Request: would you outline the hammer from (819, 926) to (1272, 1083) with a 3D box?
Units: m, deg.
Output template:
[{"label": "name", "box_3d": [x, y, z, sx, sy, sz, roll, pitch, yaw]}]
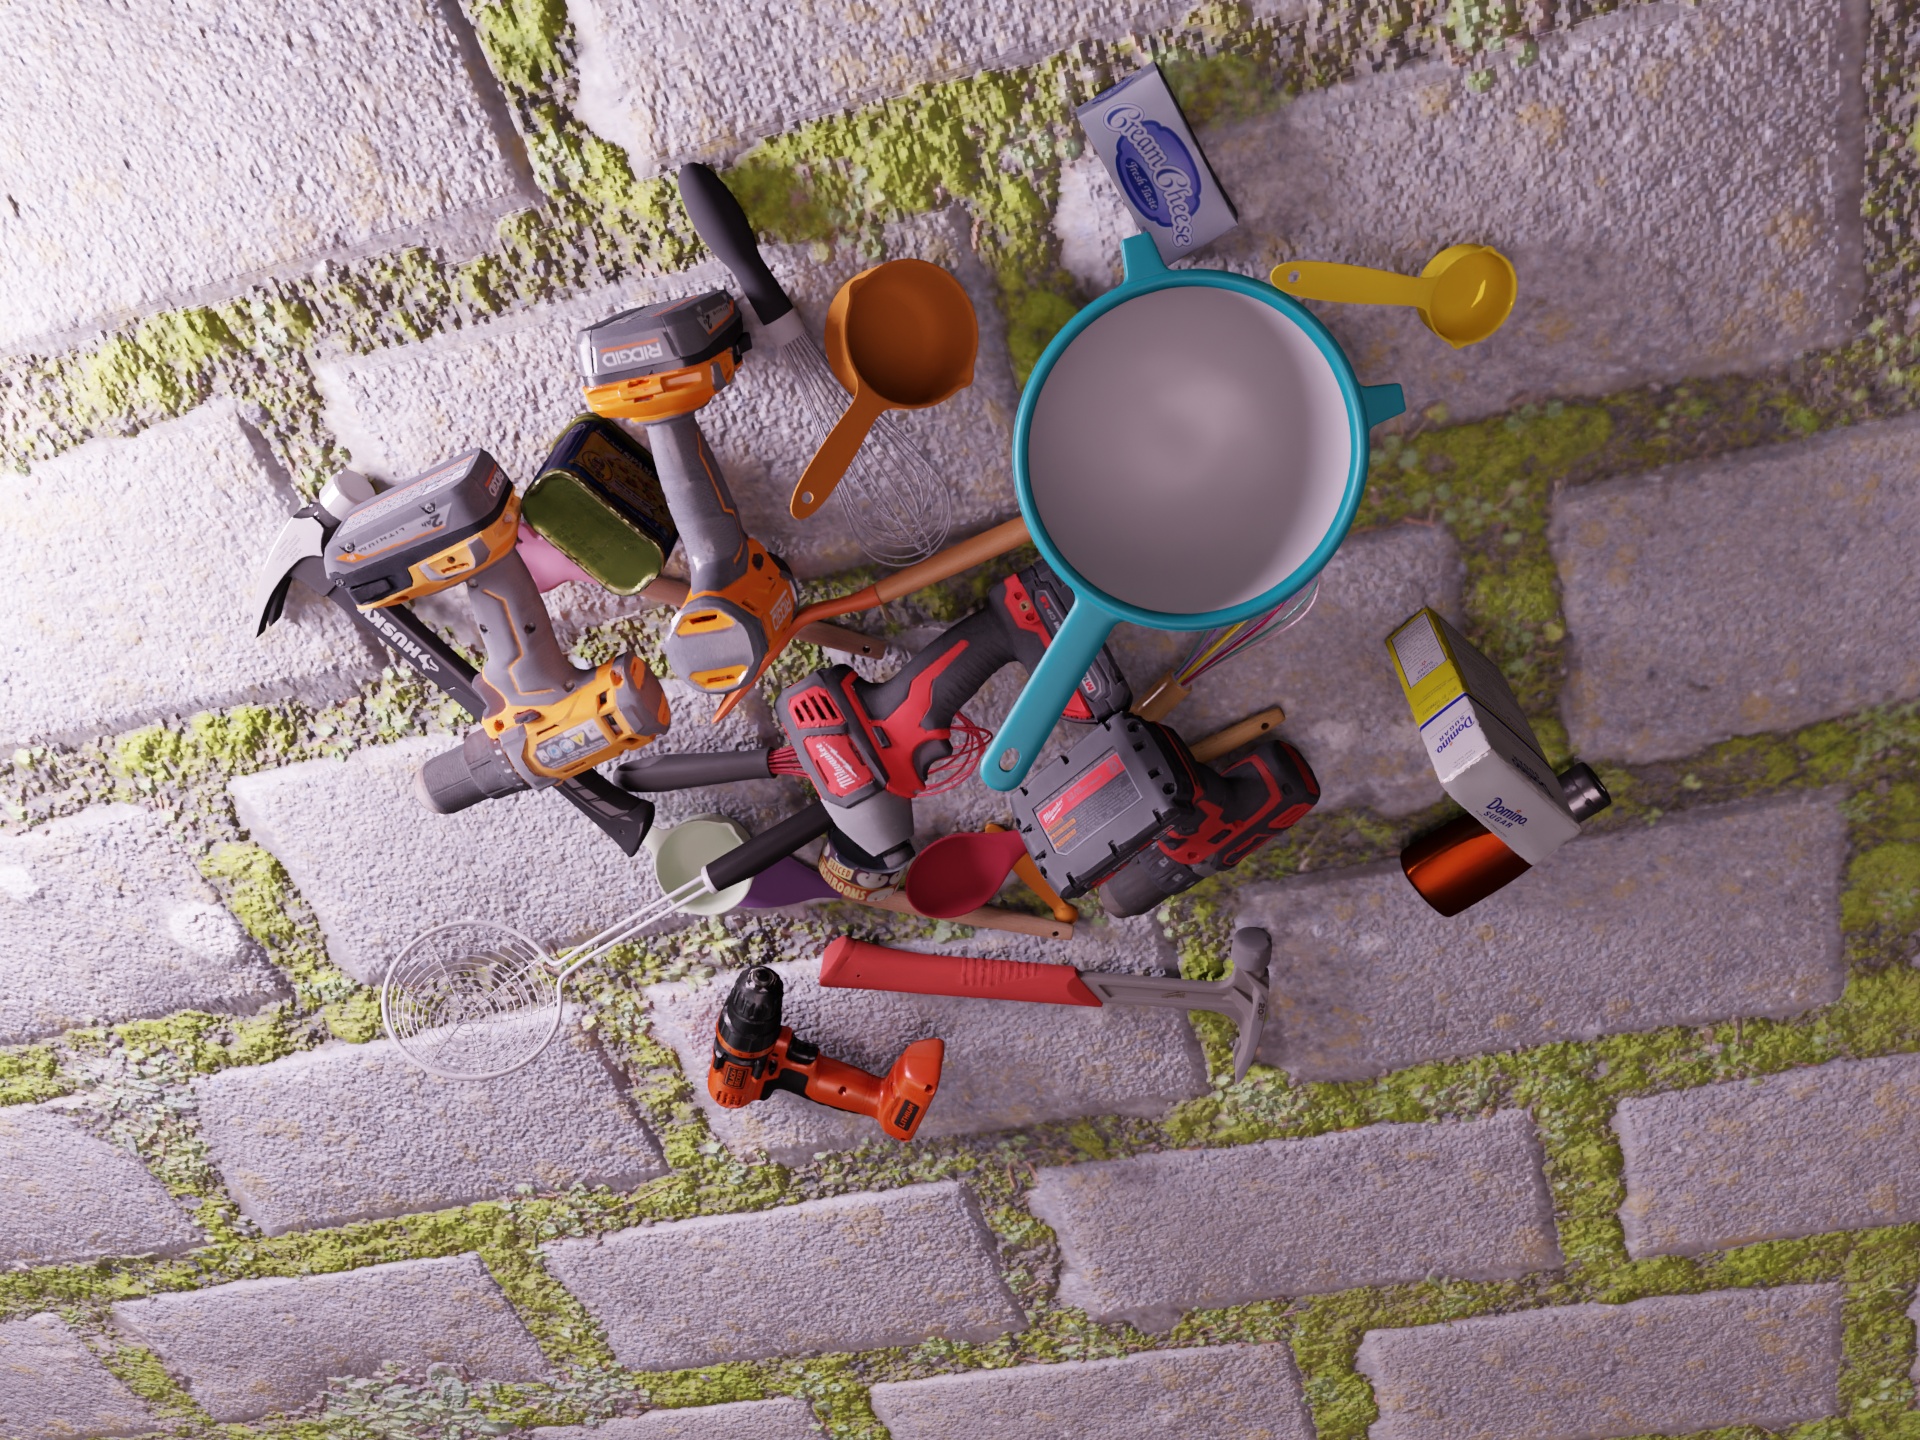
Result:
[{"label": "hammer", "box_3d": [0.066, 0.220, 1.288, 0.359, 0.037, 0.149, 4, 124, 2]}]

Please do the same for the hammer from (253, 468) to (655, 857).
[{"label": "hammer", "box_3d": [-0.354, -0.018, 1.144, 0.334, 0.035, 0.146, 44, 117, -15]}]

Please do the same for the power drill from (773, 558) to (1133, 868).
[{"label": "power drill", "box_3d": [-0.002, -0.003, 1.064, 0.219, 0.078, 0.143, -28, 88, 6]}]

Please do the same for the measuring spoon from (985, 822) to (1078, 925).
[{"label": "measuring spoon", "box_3d": [0.055, 0.122, 1.237, 0.021, 0.011, 0.116, -29, 117, 22]}]

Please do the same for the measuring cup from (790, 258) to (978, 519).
[{"label": "measuring cup", "box_3d": [-0.061, -0.196, 0.961, 0.095, 0.052, 0.173, 34, 85, -26]}]

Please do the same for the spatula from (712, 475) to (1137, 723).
[{"label": "spatula", "box_3d": [-0.029, -0.087, 1.066, 0.322, 0.081, 0.041, -23, 106, 7]}]

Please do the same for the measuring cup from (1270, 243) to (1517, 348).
[{"label": "measuring cup", "box_3d": [0.251, -0.257, 0.934, 0.156, 0.029, 0.062, 3, 121, -14]}]

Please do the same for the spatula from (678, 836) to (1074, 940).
[{"label": "spatula", "box_3d": [-0.067, 0.140, 1.252, 0.316, 0.018, 0.059, 10, 118, 2]}]

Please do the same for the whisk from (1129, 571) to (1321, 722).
[{"label": "whisk", "box_3d": [0.164, -0.042, 1.100, 0.051, 0.047, 0.245, 32, 124, -18]}]

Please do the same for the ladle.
[{"label": "ladle", "box_3d": [0.097, 0.064, 1.181, 0.315, 0.031, 0.069, -28, 116, 17]}]

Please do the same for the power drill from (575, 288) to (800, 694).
[{"label": "power drill", "box_3d": [-0.158, -0.148, 1.001, 0.084, 0.164, 0.226, -9, 110, 11]}]

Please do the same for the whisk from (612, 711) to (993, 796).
[{"label": "whisk", "box_3d": [-0.119, 0.029, 1.163, 0.296, 0.073, 0.073, -6, 124, 15]}]

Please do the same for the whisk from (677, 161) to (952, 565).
[{"label": "whisk", "box_3d": [-0.093, -0.218, 0.995, 0.070, 0.070, 0.284, -25, 114, 20]}]

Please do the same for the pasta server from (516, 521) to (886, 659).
[{"label": "pasta server", "box_3d": [-0.205, -0.087, 1.103, 0.316, 0.040, 0.060, 15, 114, -7]}]

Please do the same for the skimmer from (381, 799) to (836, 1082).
[{"label": "skimmer", "box_3d": [-0.246, 0.142, 1.165, 0.363, 0.127, 0.090, -30, 157, 5]}]

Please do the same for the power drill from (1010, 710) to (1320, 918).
[{"label": "power drill", "box_3d": [0.131, 0.077, 1.107, 0.188, 0.080, 0.226, -40, 153, 26]}]

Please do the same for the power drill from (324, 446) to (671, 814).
[{"label": "power drill", "box_3d": [-0.326, -0.045, 1.060, 0.185, 0.084, 0.226, -24, 120, 9]}]

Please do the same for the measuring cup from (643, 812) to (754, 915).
[{"label": "measuring cup", "box_3d": [-0.232, 0.085, 1.222, 0.167, 0.038, 0.083, 32, 103, -2]}]

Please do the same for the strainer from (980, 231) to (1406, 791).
[{"label": "strainer", "box_3d": [0.104, -0.111, 0.988, 0.211, 0.095, 0.340, 29, 101, -7]}]
